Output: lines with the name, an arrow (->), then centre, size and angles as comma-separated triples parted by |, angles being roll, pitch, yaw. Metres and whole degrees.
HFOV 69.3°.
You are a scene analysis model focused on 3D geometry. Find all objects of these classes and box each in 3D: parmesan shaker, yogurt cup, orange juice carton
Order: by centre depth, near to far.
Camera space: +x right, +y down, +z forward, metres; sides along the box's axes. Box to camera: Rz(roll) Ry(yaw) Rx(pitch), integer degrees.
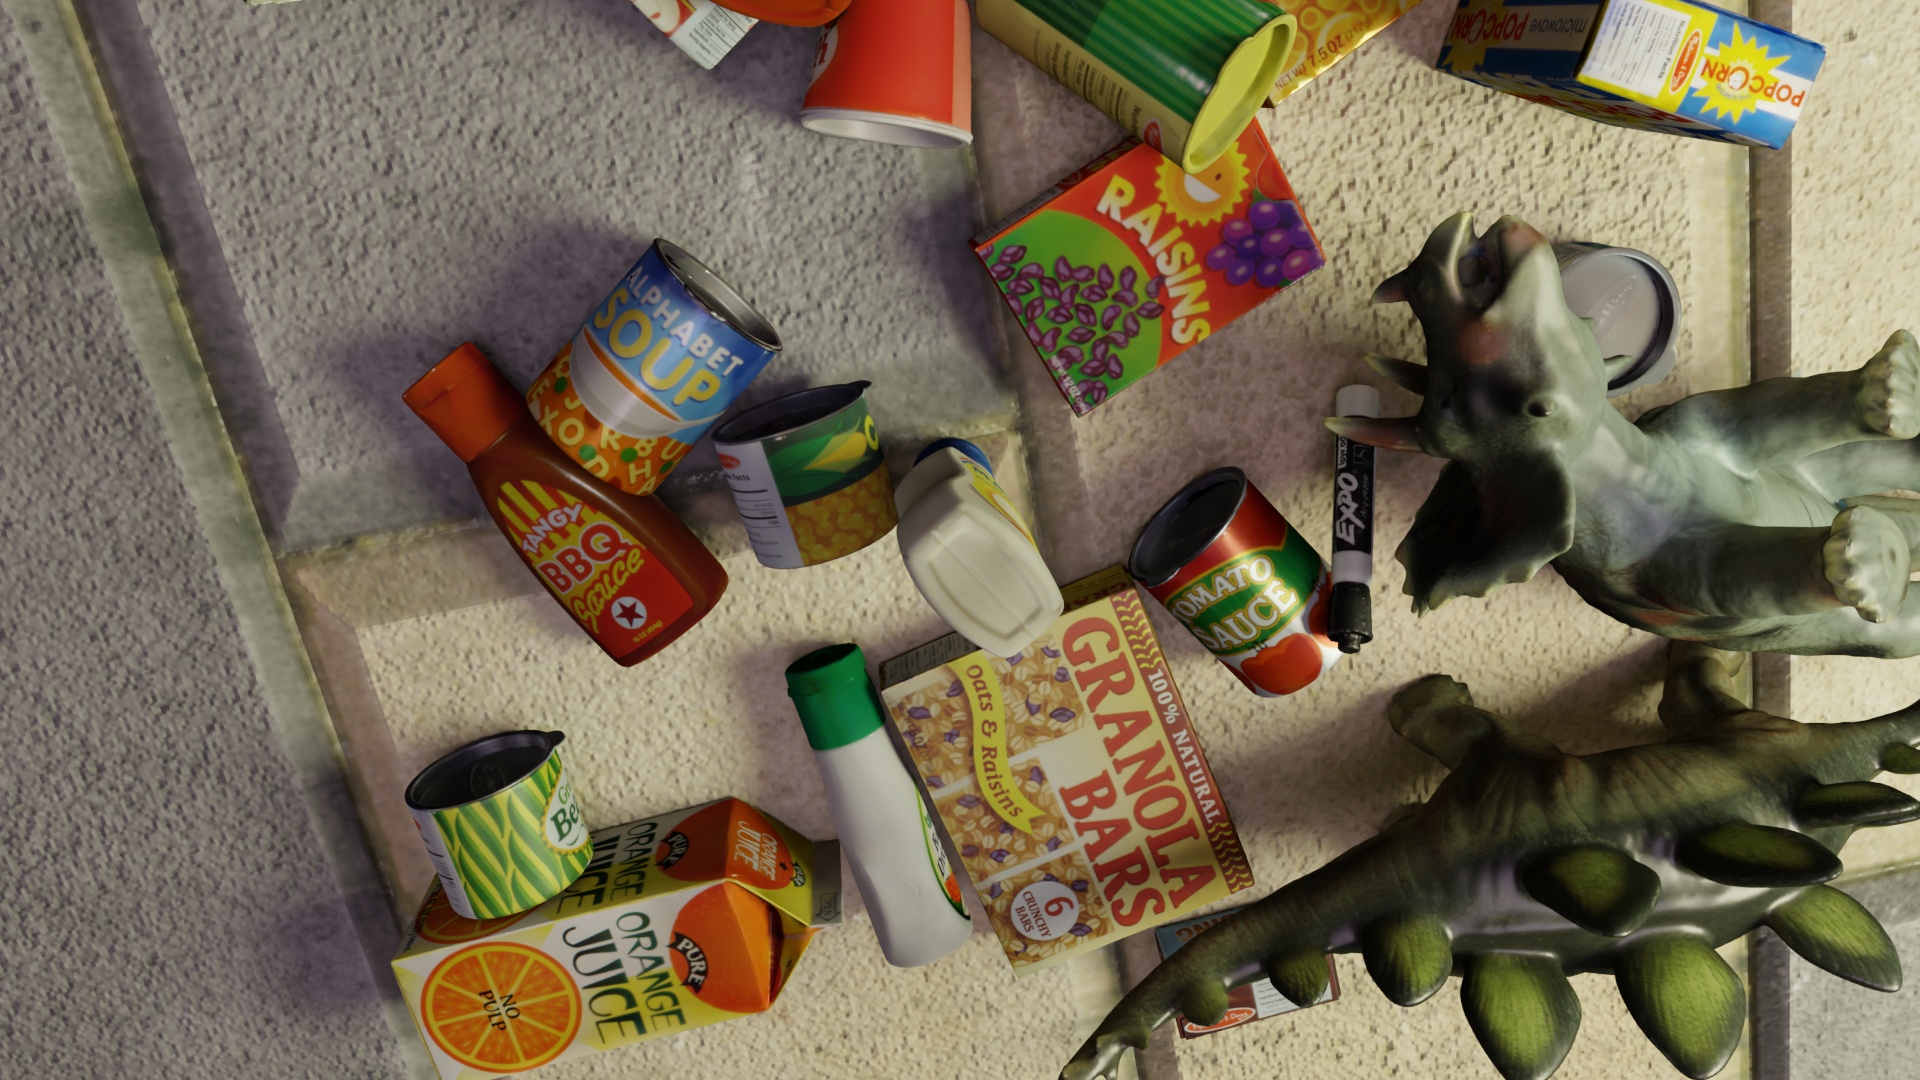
parmesan shaker -> 0.064, -0.195, 0.520 | 0.103, 0.071, 0.071 | 40, 102, 13
yogurt cup -> -0.026, -0.185, 0.540 | 0.072, 0.072, 0.054 | 6, 99, -7
orange juice carton -> -0.147, 0.178, 0.637 | 0.193, 0.072, 0.072 | -14, 109, 0

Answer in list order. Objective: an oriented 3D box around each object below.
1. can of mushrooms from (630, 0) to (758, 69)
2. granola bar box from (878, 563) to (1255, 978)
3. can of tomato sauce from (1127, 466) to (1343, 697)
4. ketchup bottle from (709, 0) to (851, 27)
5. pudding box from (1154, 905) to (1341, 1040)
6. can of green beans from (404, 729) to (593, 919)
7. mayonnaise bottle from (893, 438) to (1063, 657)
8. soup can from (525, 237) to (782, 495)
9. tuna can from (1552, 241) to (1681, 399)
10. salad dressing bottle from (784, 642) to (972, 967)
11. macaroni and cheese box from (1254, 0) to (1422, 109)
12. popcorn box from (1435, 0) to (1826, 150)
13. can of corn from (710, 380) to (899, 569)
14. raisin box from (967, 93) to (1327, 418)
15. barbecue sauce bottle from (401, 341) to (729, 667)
can of mushrooms -> -0.109, -0.214, 0.521 | 0.033, 0.071, 0.071 | -43, 106, 10
granola bar box -> 0.051, 0.109, 0.651 | 0.124, 0.039, 0.165 | -23, 108, 3
can of tomato sauce -> 0.126, 0.020, 0.614 | 0.071, 0.071, 0.083 | -44, 107, 9
ketchup bottle -> -0.067, -0.261, 0.490 | 0.065, 0.043, 0.149 | 7, 76, -35
pudding box -> 0.143, 0.213, 0.697 | 0.084, 0.030, 0.049 | -15, 109, 0
can of green beans -> -0.204, 0.126, 0.619 | 0.071, 0.071, 0.057 | -15, 109, 0
mayonnaise bottle -> 0.002, -0.007, 0.552 | 0.041, 0.148, 0.064 | -42, 107, 8
soup can -> -0.125, -0.069, 0.562 | 0.071, 0.071, 0.083 | 41, 100, -15
tuna can -> 0.278, -0.096, 0.610 | 0.071, 0.033, 0.070 | -2, 108, -5
salad dressing bottle -> -0.039, 0.121, 0.637 | 0.044, 0.064, 0.147 | -20, 101, -3
macaroni and cheese box -> 0.125, -0.274, 0.537 | 0.123, 0.040, 0.166 | -36, 107, 5
popcorn box -> 0.249, -0.184, 0.531 | 0.085, 0.127, 0.038 | 13, 109, -9
can of corn -> -0.061, -0.028, 0.584 | 0.071, 0.071, 0.058 | -17, 109, 0
raisin box -> 0.078, -0.122, 0.581 | 0.123, 0.040, 0.086 | -32, 107, 4
barbecue sauce bottle -> -0.169, -0.017, 0.588 | 0.064, 0.044, 0.148 | -33, 108, 22
